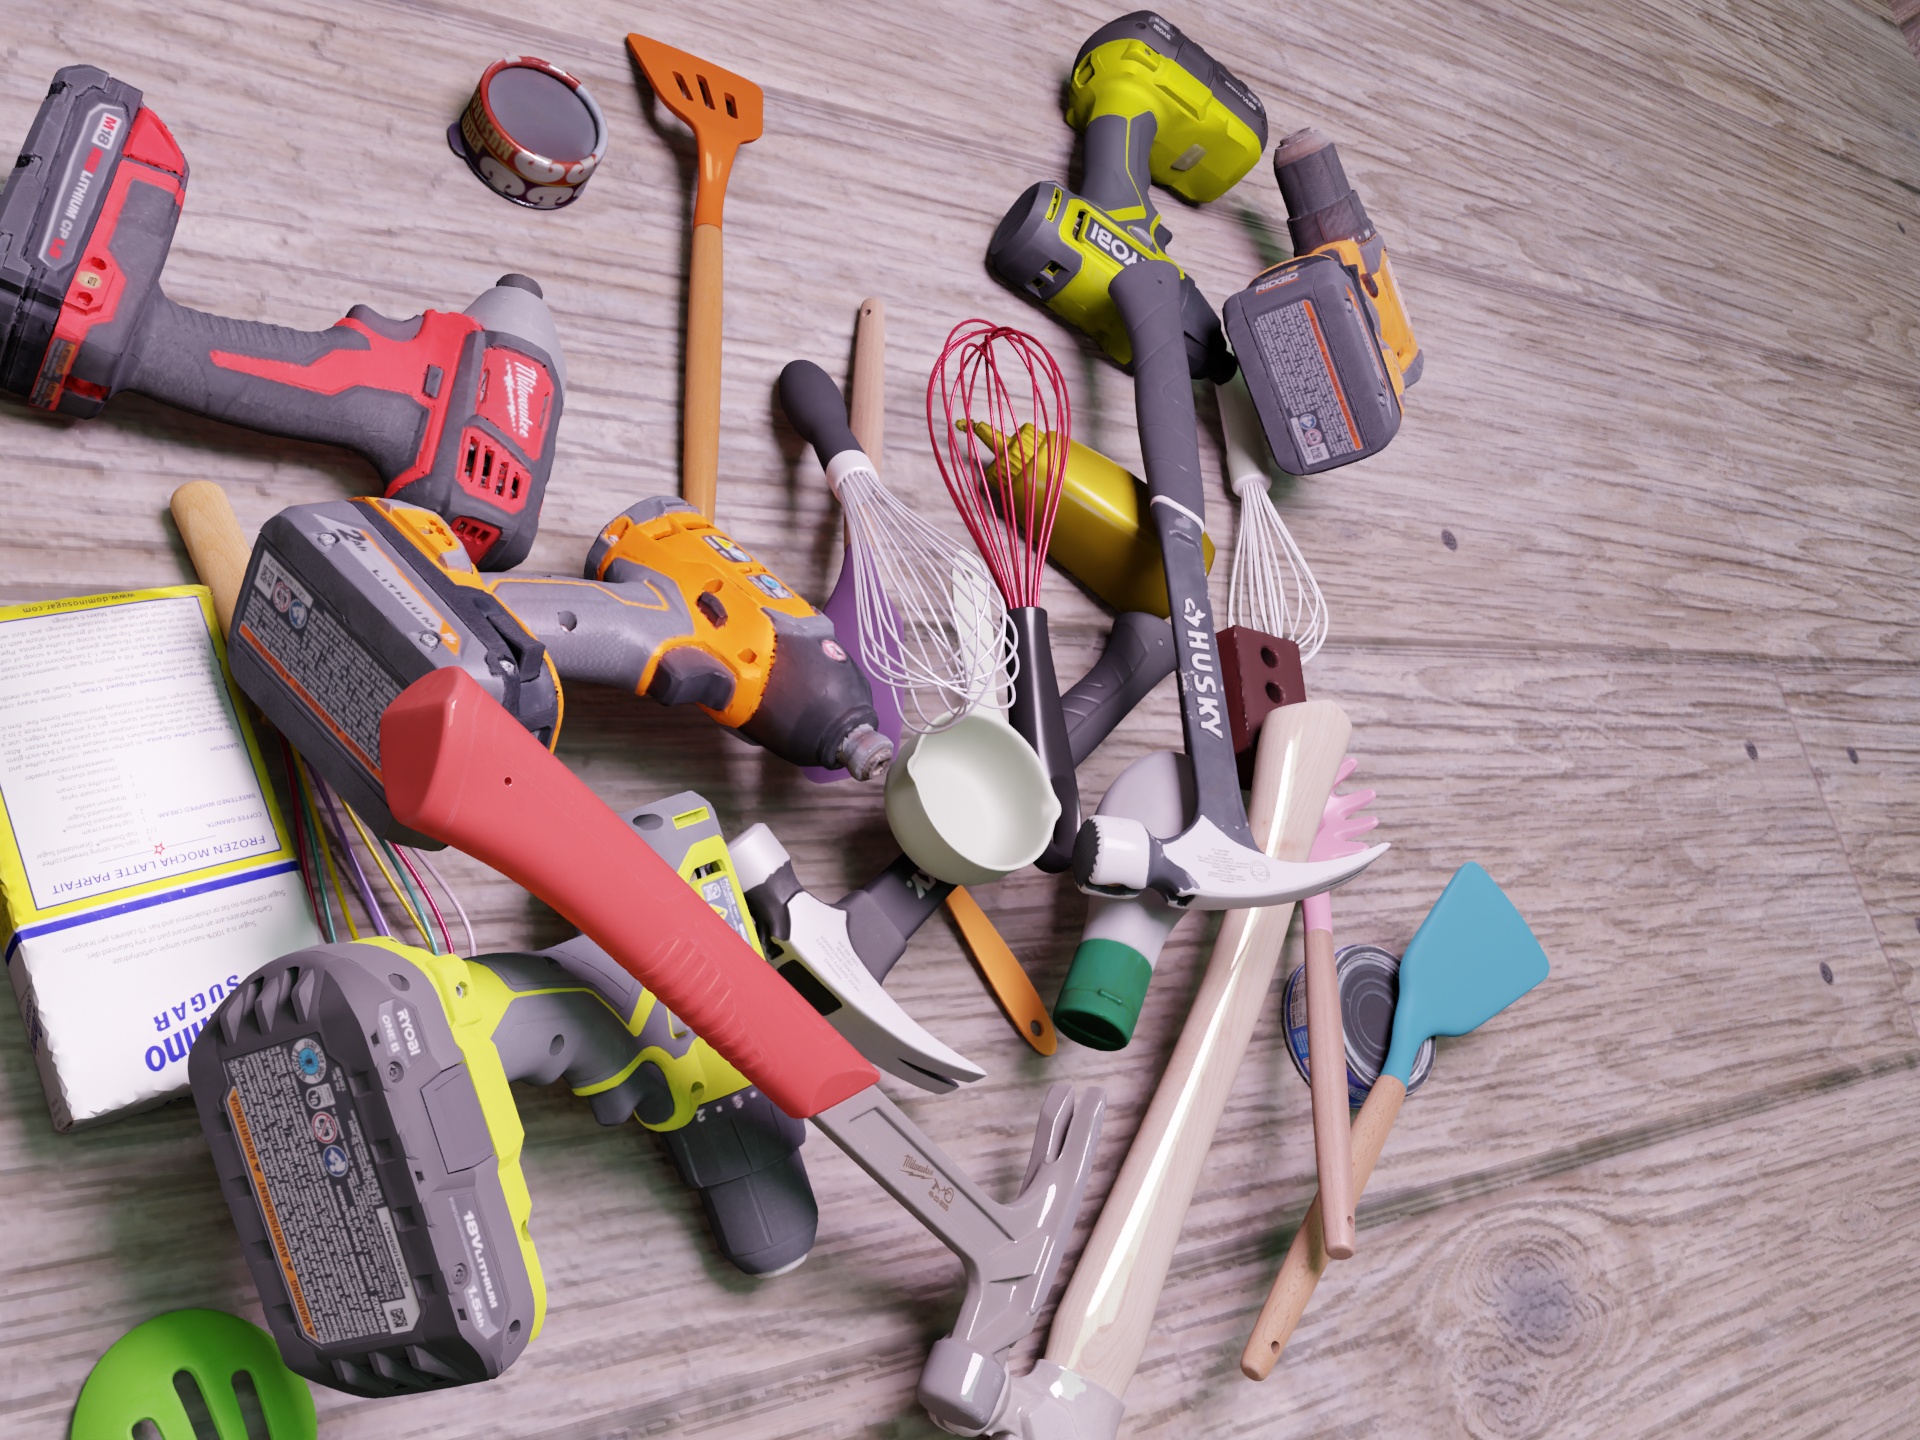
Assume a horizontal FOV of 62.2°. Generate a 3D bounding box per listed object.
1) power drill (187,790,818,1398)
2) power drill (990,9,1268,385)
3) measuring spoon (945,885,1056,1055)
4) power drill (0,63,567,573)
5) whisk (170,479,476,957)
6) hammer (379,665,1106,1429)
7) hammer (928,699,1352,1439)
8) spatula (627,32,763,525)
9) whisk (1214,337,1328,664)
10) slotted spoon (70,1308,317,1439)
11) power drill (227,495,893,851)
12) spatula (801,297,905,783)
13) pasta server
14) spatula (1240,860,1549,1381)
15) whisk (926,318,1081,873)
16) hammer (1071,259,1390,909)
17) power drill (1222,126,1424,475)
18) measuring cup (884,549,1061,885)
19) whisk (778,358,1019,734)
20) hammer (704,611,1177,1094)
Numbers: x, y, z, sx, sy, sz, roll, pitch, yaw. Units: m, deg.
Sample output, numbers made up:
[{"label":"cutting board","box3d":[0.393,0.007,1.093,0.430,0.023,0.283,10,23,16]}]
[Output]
[{"label":"power drill","box3d":[-0.133,0.136,0.558,0.228,0.080,0.190,-17,88,-65]},{"label":"power drill","box3d":[0.120,-0.326,1.011,0.171,0.080,0.223,29,58,-22]},{"label":"measuring spoon","box3d":[0.012,0.111,0.762,0.021,0.011,0.117,-35,95,-44]},{"label":"power drill","box3d":[-0.267,-0.159,0.647,0.219,0.078,0.143,22,58,-30]},{"label":"whisk","box3d":[-0.245,0.017,0.603,0.047,0.051,0.245,-12,71,-54]},{"label":"hammer","box3d":[-0.061,0.105,0.566,0.358,0.037,0.149,52,48,-33]},{"label":"hammer","box3d":[0.125,0.165,0.763,0.146,0.038,0.411,37,60,-18]},{"label":"spatula","box3d":[-0.133,-0.223,0.810,0.081,0.041,0.323,11,66,-31]},{"label":"whisk","box3d":[0.181,-0.138,0.985,0.057,0.059,0.247,50,31,-58]},{"label":"slotted spoon","box3d":[-0.191,0.333,0.494,0.070,0.031,0.314,-21,83,-41]},{"label":"power drill","box3d":[-0.134,-0.020,0.609,0.164,0.084,0.226,40,26,23]},{"label":"spatula","box3d":[-0.051,-0.102,0.785,0.018,0.060,0.316,55,28,-48]},{"label":"pasta server","box3d":[0.192,0.129,0.820,0.060,0.040,0.316,38,36,-23]},{"label":"spatula","box3d":[0.214,0.197,0.792,0.082,0.044,0.317,52,47,-9]},{"label":"whisk","box3d":[0.030,-0.069,0.781,0.073,0.073,0.296,7,68,-34]},{"label":"hammer","box3d":[0.119,-0.089,0.817,0.149,0.036,0.409,8,56,-15]},{"label":"power drill","box3d":[0.231,-0.271,1.010,0.185,0.084,0.226,65,31,-18]},{"label":"measuring cup","box3d":[-0.001,-0.002,0.729,0.083,0.038,0.168,17,54,-31]},{"label":"whisk","box3d":[-0.041,-0.093,0.728,0.070,0.070,0.285,11,33,-32]},{"label":"hammer","box3d":[0.028,0.038,0.780,0.146,0.035,0.335,52,45,-3]}]
